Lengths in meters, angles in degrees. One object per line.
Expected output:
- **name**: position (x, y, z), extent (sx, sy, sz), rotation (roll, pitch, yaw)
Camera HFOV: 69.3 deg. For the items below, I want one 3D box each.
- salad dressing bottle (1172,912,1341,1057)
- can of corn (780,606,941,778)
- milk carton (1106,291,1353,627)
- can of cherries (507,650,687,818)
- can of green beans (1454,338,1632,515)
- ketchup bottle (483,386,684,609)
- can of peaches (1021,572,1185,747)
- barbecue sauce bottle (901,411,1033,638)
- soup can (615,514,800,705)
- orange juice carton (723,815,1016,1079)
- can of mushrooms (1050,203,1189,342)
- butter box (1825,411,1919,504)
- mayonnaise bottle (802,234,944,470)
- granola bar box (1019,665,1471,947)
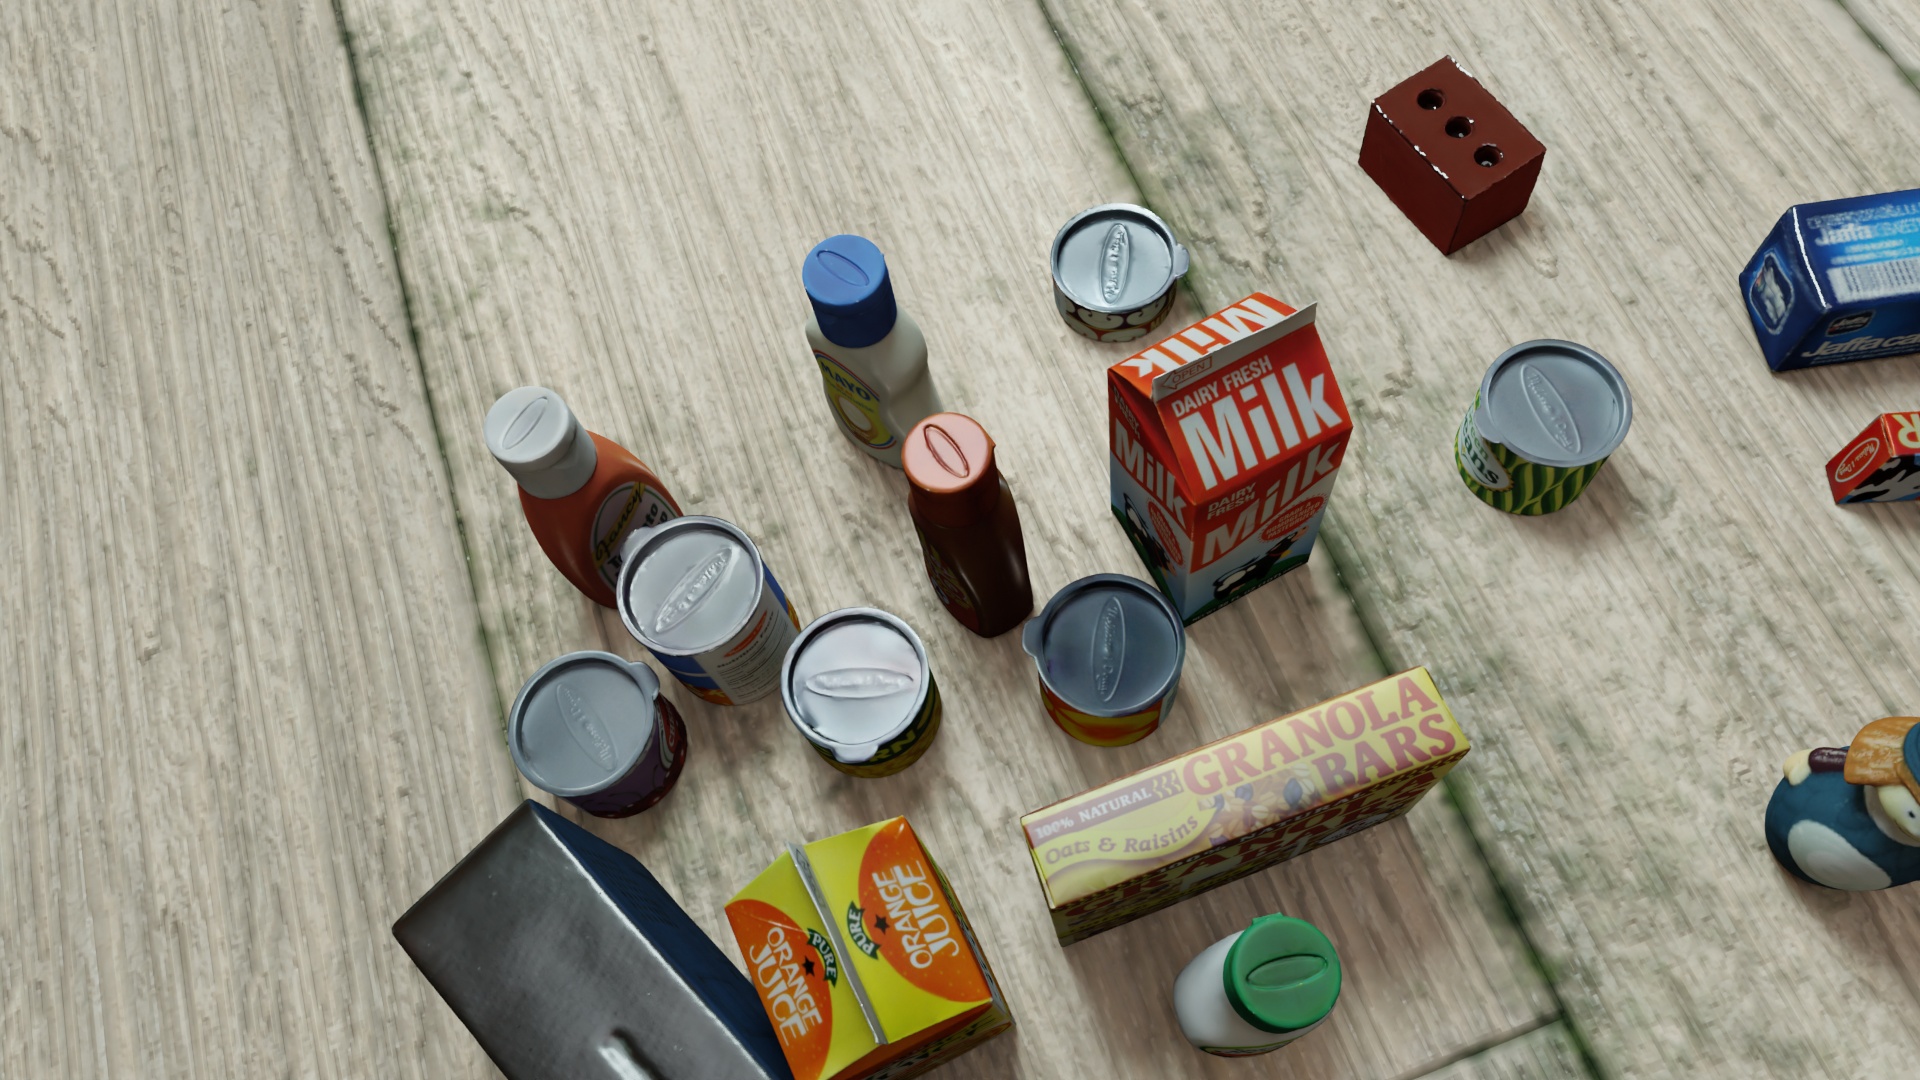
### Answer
- **salad dressing bottle**: position (0.115, 0.170, 0.527), extent (0.064, 0.147, 0.044), rotation (-13, 67, 1)
- **can of corn**: position (-0.044, 0.073, 0.633), extent (0.071, 0.058, 0.071), rotation (-2, 67, 5)
- **milk carton**: position (0.110, -0.037, 0.592), extent (0.072, 0.190, 0.073), rotation (-27, 67, -5)
- **can of cherries**: position (-0.162, 0.089, 0.638), extent (0.071, 0.058, 0.072), rotation (-2, 67, 5)
- **can of green beans**: position (0.272, -0.052, 0.654), extent (0.071, 0.057, 0.071), rotation (-2, 67, 5)
- **ketchup bottle**: position (-0.172, -0.020, 0.637), extent (0.043, 0.148, 0.065), rotation (28, 73, 16)
- **can of peaches**: position (0.065, 0.055, 0.630), extent (0.071, 0.058, 0.071), rotation (-2, 67, 5)
- **barbecue sauce bottle**: position (0.002, -0.008, 0.614), extent (0.044, 0.148, 0.065), rotation (-33, 68, -8)
- **soup can**: position (-0.116, 0.033, 0.644), extent (0.071, 0.083, 0.071), rotation (-2, 67, 5)
- **orange juice carton**: position (-0.031, 0.161, 0.522), extent (0.073, 0.192, 0.072), rotation (-26, 67, -5)
- **can of mushrooms**: position (0.083, -0.139, 0.723), extent (0.071, 0.033, 0.071), rotation (-2, 67, 5)
- **butter box**: position (0.461, -0.039, 0.632), extent (0.103, 0.053, 0.024), rotation (-3, 67, 5)
- **mayonnaise bottle**: position (-0.043, -0.087, 0.652), extent (0.065, 0.147, 0.041), rotation (35, 75, 18)
- **granola bar box**: position (0.109, 0.111, 0.566), extent (0.166, 0.123, 0.039), rotation (-20, 67, -3)
